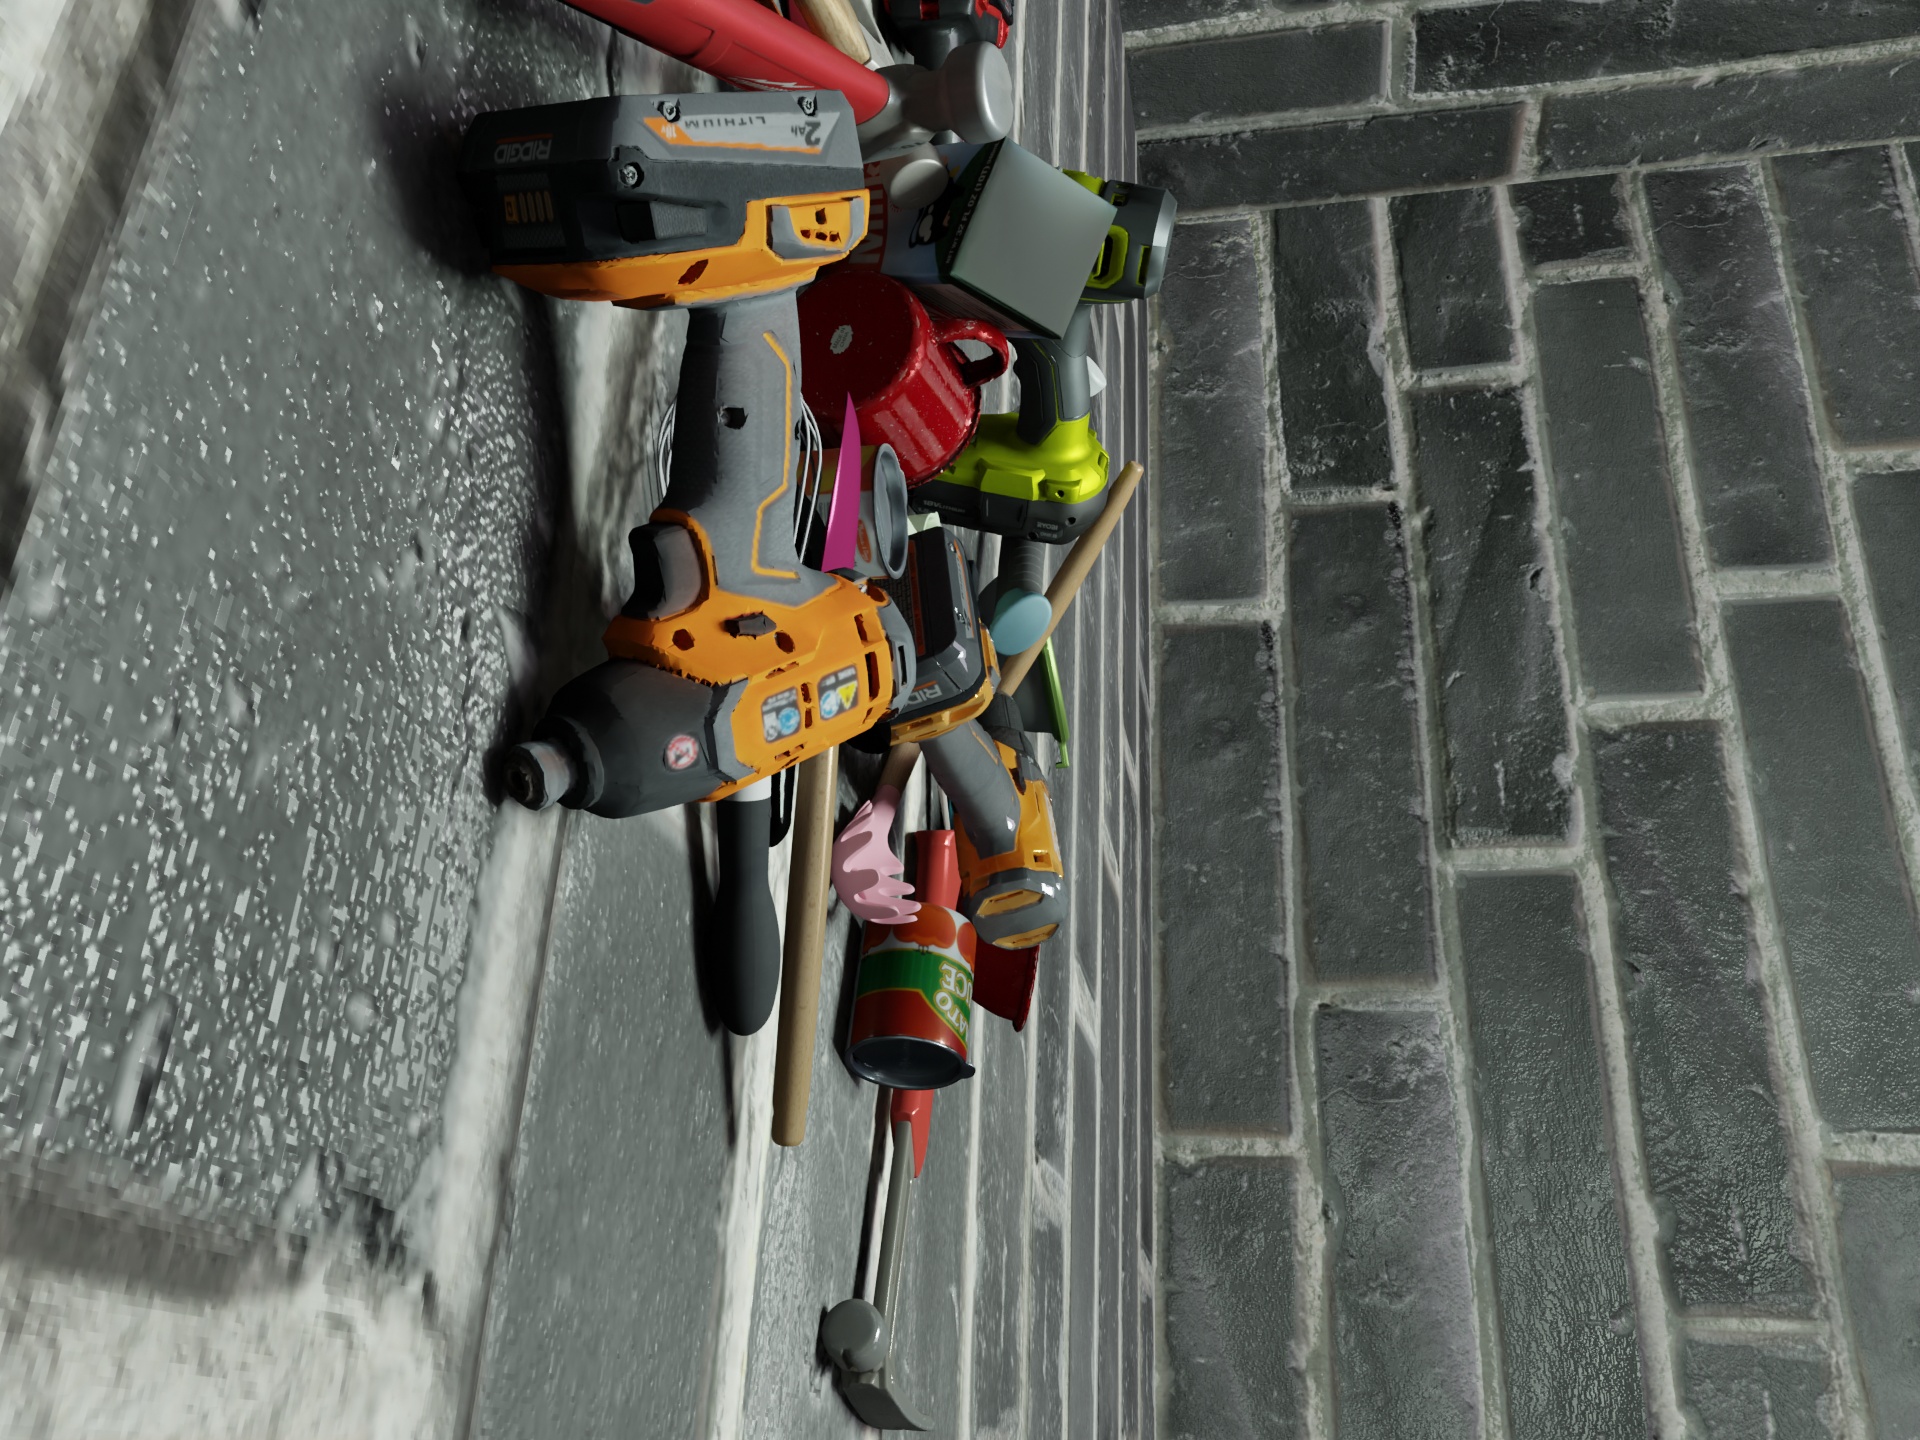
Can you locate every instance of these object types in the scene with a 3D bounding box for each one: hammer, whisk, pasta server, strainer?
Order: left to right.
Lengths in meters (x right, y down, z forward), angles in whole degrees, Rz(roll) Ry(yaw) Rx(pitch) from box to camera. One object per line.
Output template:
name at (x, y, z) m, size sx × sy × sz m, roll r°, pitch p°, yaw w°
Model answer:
hammer at (-0.115, -0.229, 0.506) m, size 0.386 × 0.143 × 0.038 m, roll -19°, pitch 105°, yaw -67°
hammer at (-0.092, -0.351, 0.643) m, size 0.331 × 0.031 × 0.130 m, roll 41°, pitch 25°, yaw -63°
whisk at (-0.087, -0.009, 0.643) m, size 0.070 × 0.070 × 0.284 m, roll -39°, pitch 130°, yaw -76°
pasta server at (-0.032, 0.030, 0.951) m, size 0.316 × 0.040 × 0.060 m, roll -71°, pitch 138°, yaw -65°
hammer at (-0.026, 0.221, 0.942) m, size 0.149 × 0.037 × 0.359 m, roll 74°, pitch 18°, yaw -49°
strainer at (0.032, -0.089, 1.255) m, size 0.257 × 0.069 × 0.151 m, roll -100°, pitch 177°, yaw -46°
hammer at (0.047, -0.150, 1.120) m, size 0.033 × 0.128 × 0.331 m, roll 44°, pitch 27°, yaw -23°

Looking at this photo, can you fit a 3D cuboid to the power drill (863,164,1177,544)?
power drill at (0.021, -0.232, 0.979) m, size 0.080 × 0.190 × 0.228 m, roll -71°, pitch 170°, yaw -48°

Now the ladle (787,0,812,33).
ladle at (-0.089, -0.517, 0.824) m, size 0.069 × 0.031 × 0.315 m, roll -47°, pitch 132°, yaw -75°

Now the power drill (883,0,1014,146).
power drill at (-0.007, -0.400, 1.087) m, size 0.143 × 0.078 × 0.219 m, roll -31°, pitch 121°, yaw -77°

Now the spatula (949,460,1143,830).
spatula at (0.052, -0.038, 1.106) m, size 0.317 × 0.044 × 0.082 m, roll -60°, pitch -179°, yaw 23°

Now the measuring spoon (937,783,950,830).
measuring spoon at (-0.018, 0.056, 1.082) m, size 0.034 × 0.018 × 0.124 m, roll 100°, pitch -16°, yaw -74°

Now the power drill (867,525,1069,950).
power drill at (-0.001, -0.003, 0.906) m, size 0.186 × 0.084 × 0.226 m, roll -97°, pitch 165°, yaw -47°

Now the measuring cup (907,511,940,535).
measuring cup at (-0.043, -0.100, 0.932) m, size 0.167 × 0.038 × 0.083 m, roll 48°, pitch 40°, yaw -69°

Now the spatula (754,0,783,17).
spatula at (-0.063, -0.330, 0.865) m, size 0.081 × 0.041 × 0.323 m, roll 61°, pitch 15°, yaw -10°

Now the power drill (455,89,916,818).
power drill at (-0.092, -0.082, 0.520) m, size 0.164 × 0.084 × 0.226 m, roll -27°, pitch 119°, yaw -47°

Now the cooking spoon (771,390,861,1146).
cooking spoon at (-0.060, 0.022, 0.670) m, size 0.069 × 0.017 × 0.319 m, roll -147°, pitch -118°, yaw -83°
